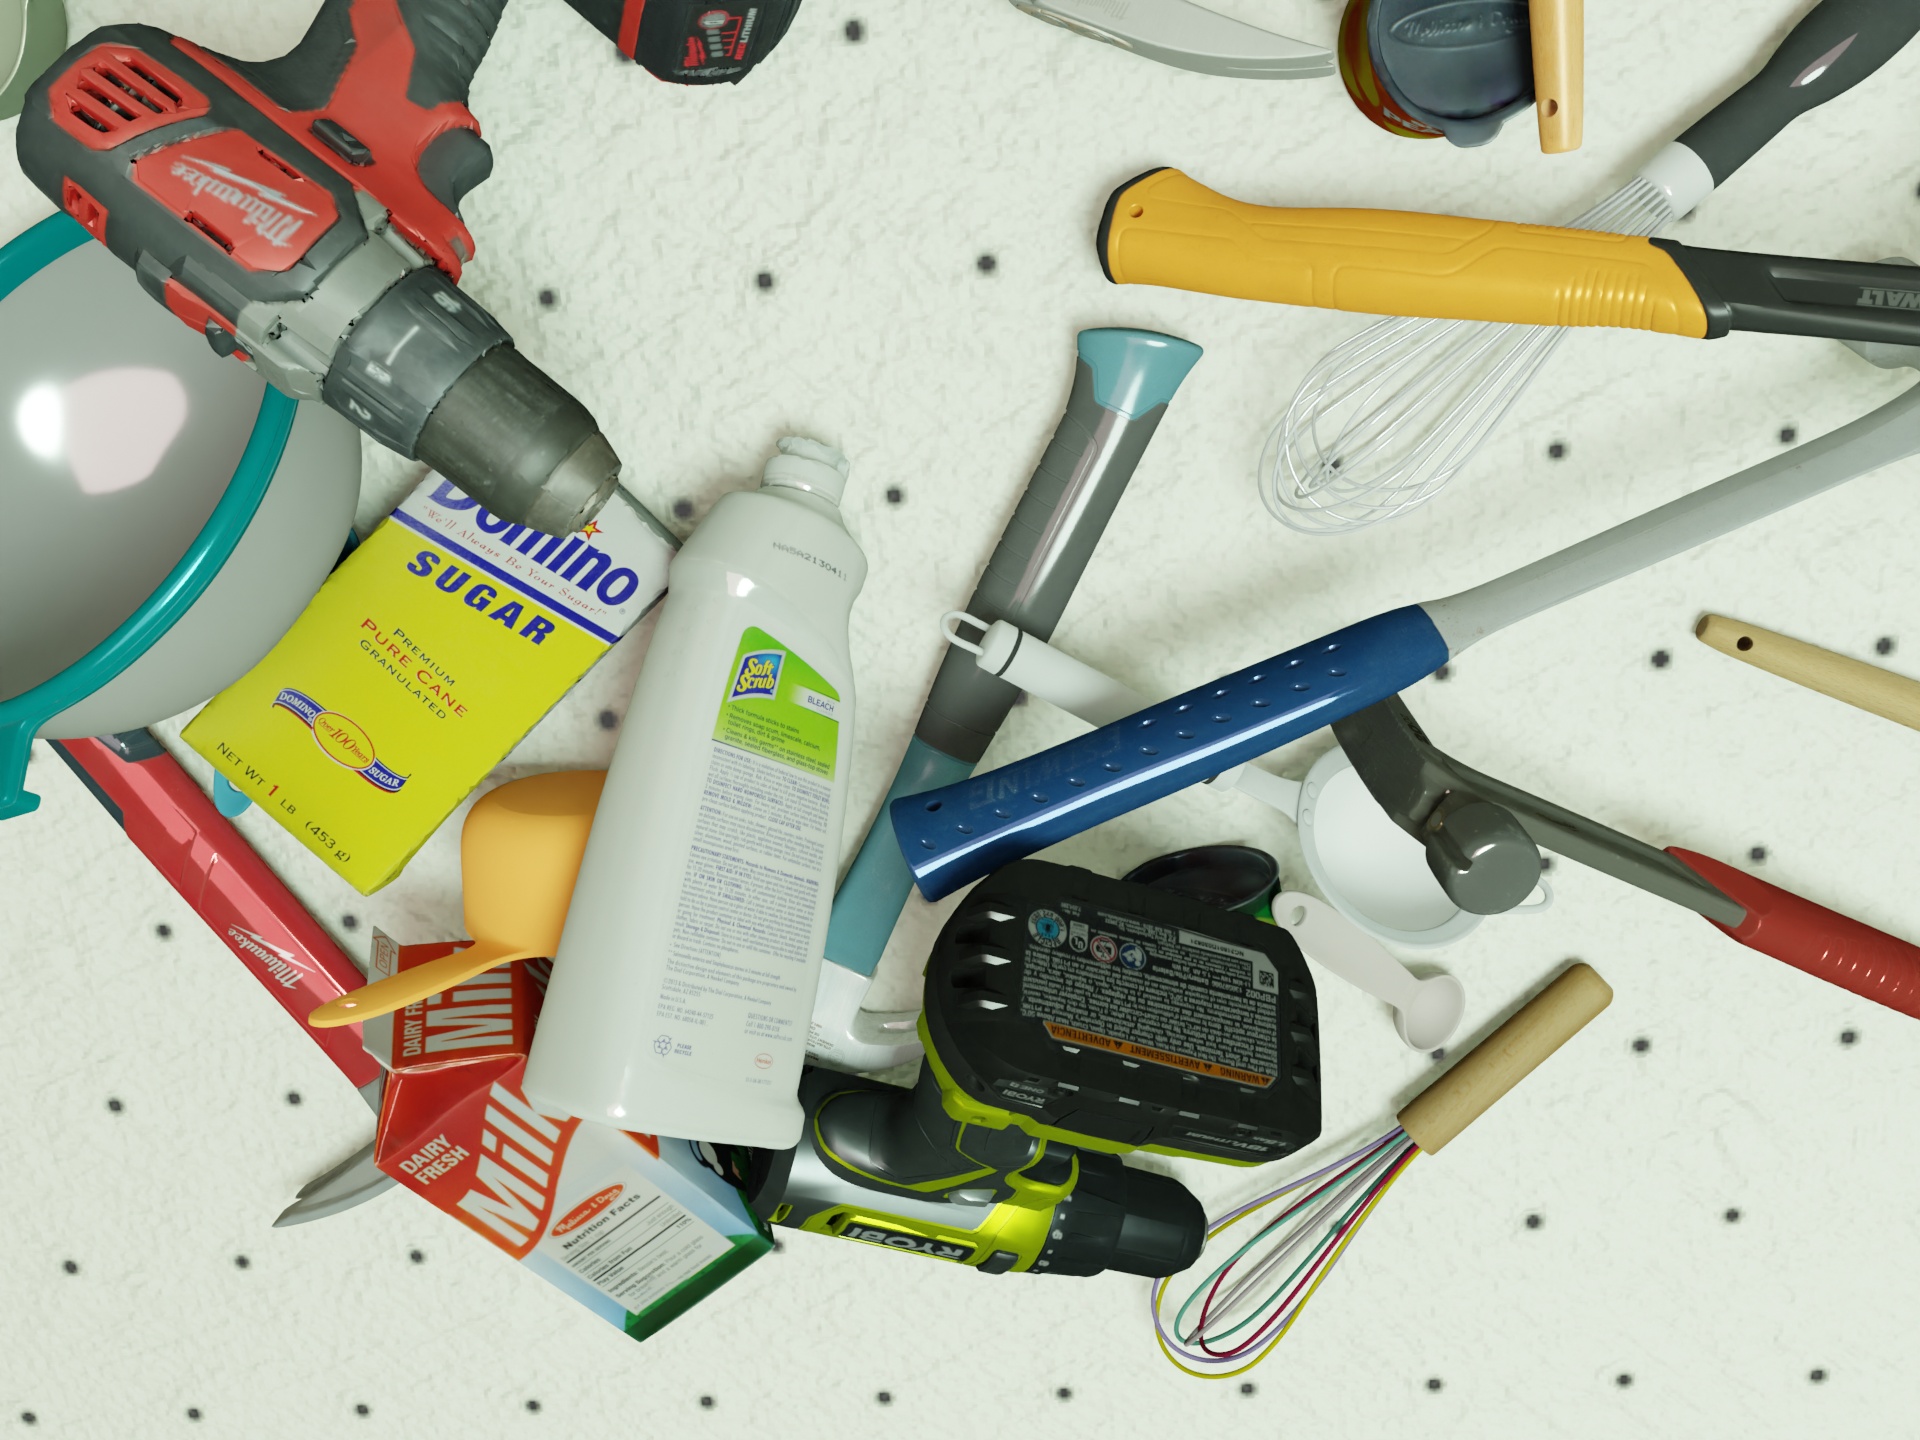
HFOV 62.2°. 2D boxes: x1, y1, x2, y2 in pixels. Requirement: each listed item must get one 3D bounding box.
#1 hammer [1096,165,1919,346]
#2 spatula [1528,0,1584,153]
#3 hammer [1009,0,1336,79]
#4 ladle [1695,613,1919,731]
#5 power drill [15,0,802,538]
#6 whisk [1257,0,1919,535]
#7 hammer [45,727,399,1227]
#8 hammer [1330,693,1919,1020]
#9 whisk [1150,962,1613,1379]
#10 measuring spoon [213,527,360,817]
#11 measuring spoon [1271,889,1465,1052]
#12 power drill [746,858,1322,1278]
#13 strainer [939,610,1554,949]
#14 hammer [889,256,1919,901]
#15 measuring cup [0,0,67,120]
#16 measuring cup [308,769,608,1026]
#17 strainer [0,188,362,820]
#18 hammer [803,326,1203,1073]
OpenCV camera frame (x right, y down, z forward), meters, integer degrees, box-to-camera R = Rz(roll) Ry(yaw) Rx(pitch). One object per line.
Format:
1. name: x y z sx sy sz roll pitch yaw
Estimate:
1. hammer: 0.201 -0.131 0.501 0.337 0.034 0.127 13 76 23
2. spatula: 0.155 -0.324 0.440 0.081 0.041 0.322 13 123 46
3. hammer: 0.122 -0.411 0.479 0.146 0.038 0.410 24 105 9
4. ladle: 0.429 0.020 0.606 0.315 0.031 0.069 20 104 -1
5. power drill: -0.137 -0.183 0.493 0.188 0.080 0.227 38 71 -8
6. whisk: 0.219 -0.165 0.551 0.284 0.070 0.070 -40 101 8
7. hammer: -0.344 0.038 0.652 0.143 0.038 0.386 -34 102 14
8. hammer: 0.305 0.072 0.599 0.359 0.149 0.036 22 114 -15
9. whisk: 0.176 0.191 0.665 0.245 0.047 0.051 -45 117 10
10. measuring spoon: -0.268 -0.024 0.627 0.042 0.021 0.128 19 95 -4
11. measuring spoon: 0.158 0.095 0.628 0.124 0.018 0.034 35 85 -31
12. power drill: 0.038 0.150 0.591 0.190 0.080 0.228 16 143 -12
13. strainer: 0.105 0.020 0.601 0.258 0.087 0.050 27 148 -12
14. hammer: 0.169 -0.031 0.528 0.405 0.144 0.035 -24 133 4
15. measuring cup: -0.316 -0.267 0.560 0.167 0.038 0.083 -20 105 7
16. measuring cup: -0.168 0.060 0.582 0.095 0.173 0.052 8 105 26
17. strainer: -0.251 -0.127 0.570 0.211 0.095 0.340 34 83 31
18. hammer: -0.001 -0.002 0.622 0.128 0.033 0.331 25 106 -3
